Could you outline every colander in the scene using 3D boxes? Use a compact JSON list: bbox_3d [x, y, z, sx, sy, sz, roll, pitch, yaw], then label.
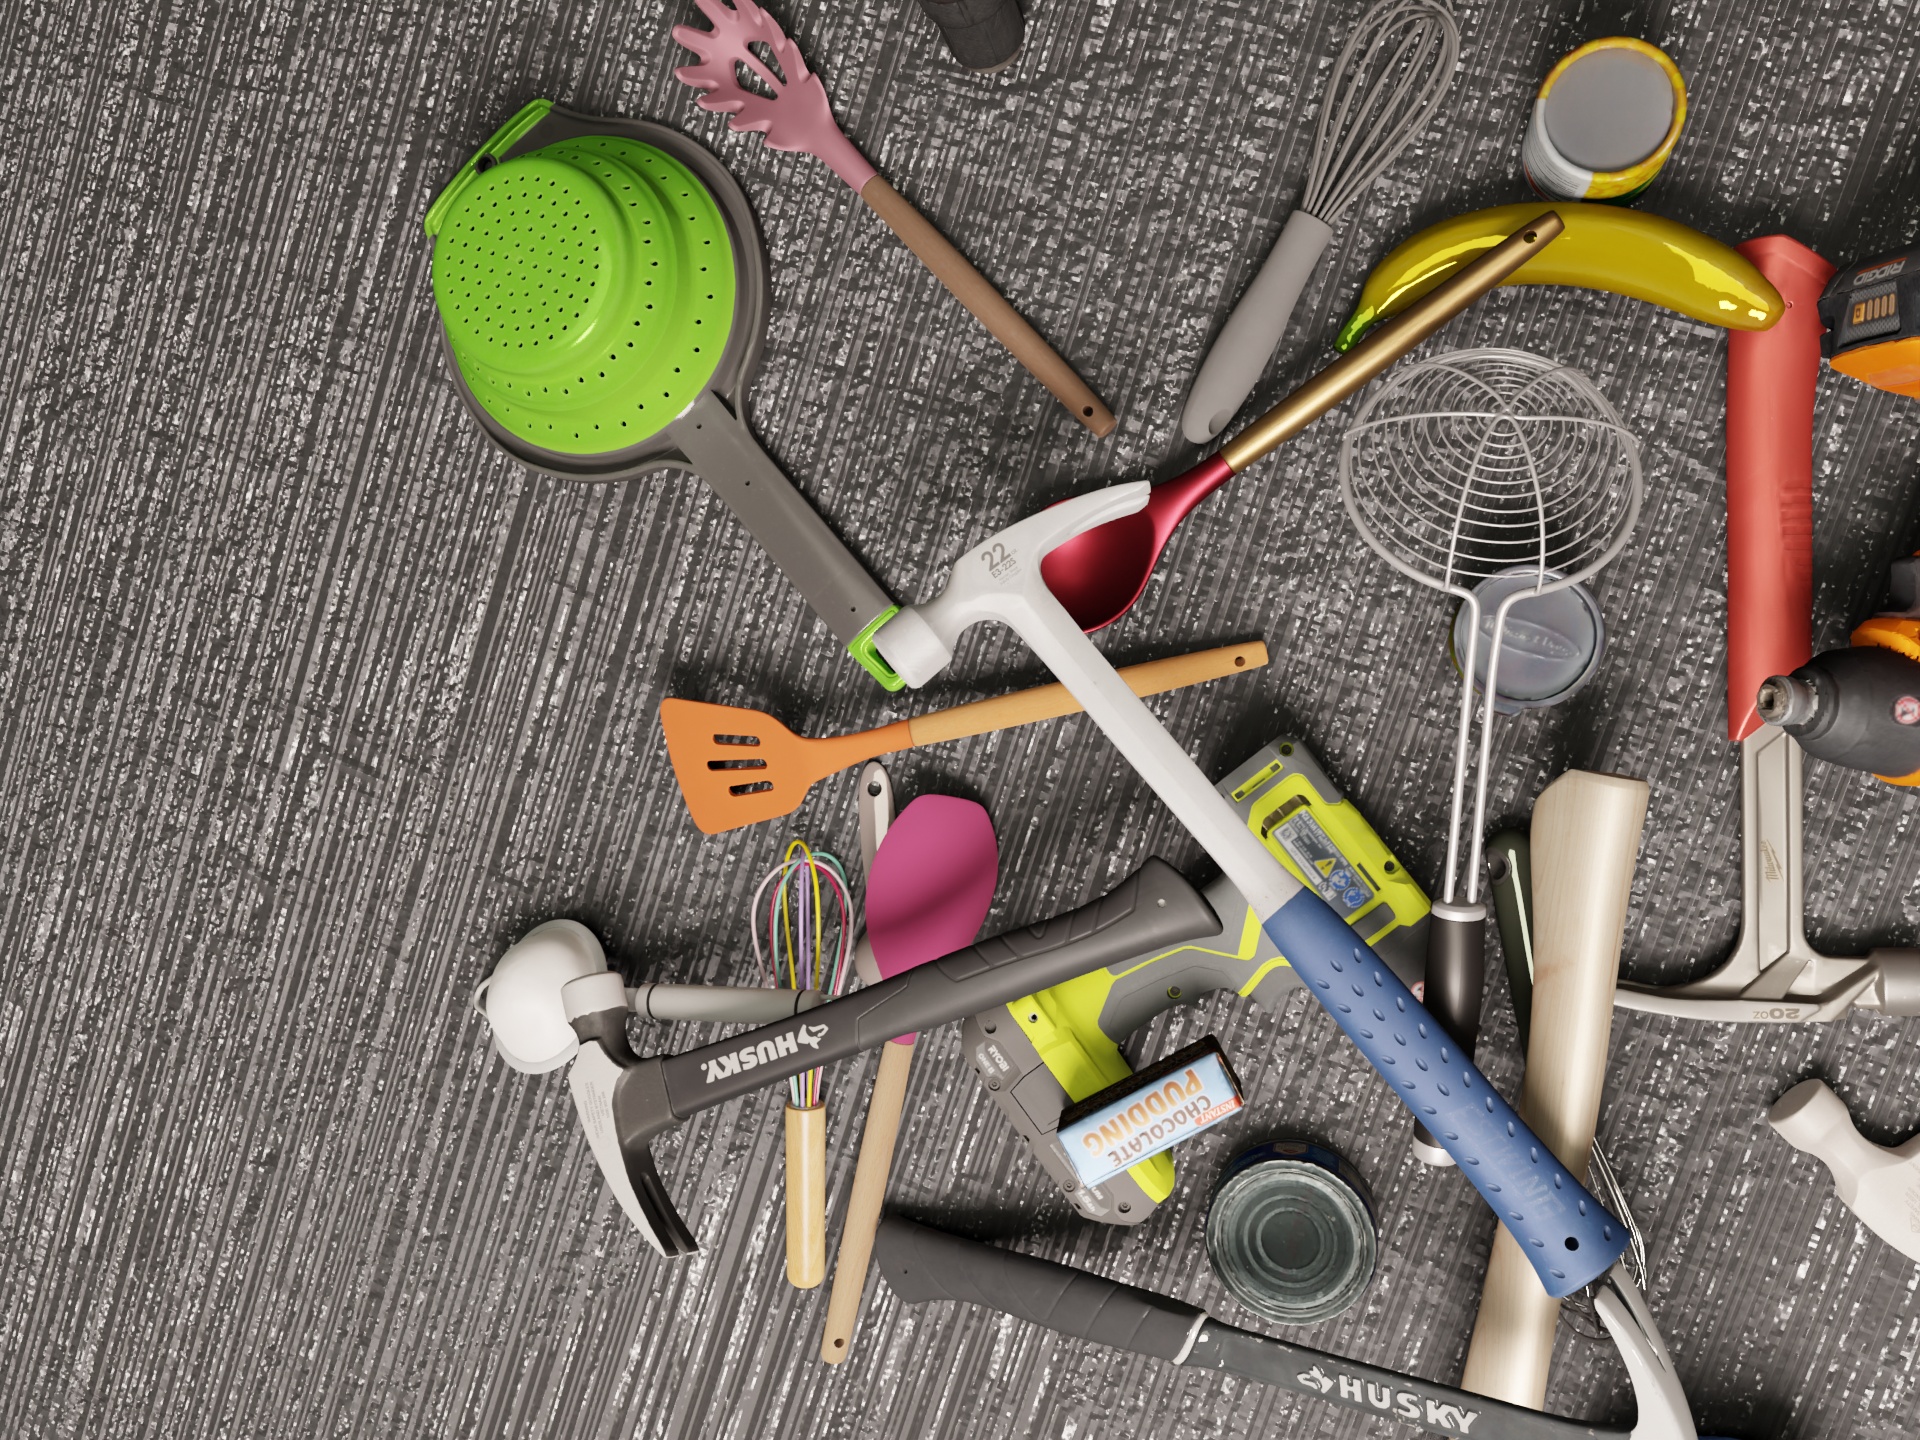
[{"bbox_3d":[-0.160,-0.173,0.840,0.204,0.094,0.397,-42,81,12],"label":"colander"}]

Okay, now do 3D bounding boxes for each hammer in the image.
[{"bbox_3d":[0.122,0.285,0.730,0.409,0.036,0.149,2,103,37],"label":"hammer"},{"bbox_3d":[0.139,0.069,0.699,0.144,0.035,0.406,-39,78,-1],"label":"hammer"},{"bbox_3d":[0.535,0.121,0.702,0.331,0.031,0.130,-45,80,11],"label":"hammer"},{"bbox_3d":[0.366,-0.040,0.740,0.149,0.036,0.359,-1,91,14],"label":"hammer"},{"bbox_3d":[0.265,0.228,0.711,0.038,0.146,0.410,5,95,-31],"label":"hammer"},{"bbox_3d":[-0.035,0.146,0.768,0.335,0.035,0.146,-22,71,12],"label":"hammer"}]

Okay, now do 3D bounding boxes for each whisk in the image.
[{"bbox_3d":[0.287,0.173,0.763,0.059,0.058,0.246,-8,85,-20],"label":"whisk"},{"bbox_3d":[0.172,-0.244,0.781,0.055,0.055,0.239,31,102,12],"label":"whisk"},{"bbox_3d":[-0.084,0.185,0.861,0.047,0.051,0.245,4,97,35],"label":"whisk"}]

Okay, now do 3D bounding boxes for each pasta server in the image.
[{"bbox_3d":[-0.033,-0.263,0.836,0.316,0.040,0.060,47,113,8],"label":"pasta server"}]

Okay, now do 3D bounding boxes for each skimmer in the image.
[{"bbox_3d":[0.228,0.018,0.720,0.127,0.090,0.363,3,104,8],"label":"skimmer"}]

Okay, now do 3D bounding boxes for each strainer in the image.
[{"bbox_3d":[-0.173,0.148,0.853,0.258,0.050,0.087,-2,70,24],"label":"strainer"}]

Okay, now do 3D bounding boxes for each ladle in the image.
[{"bbox_3d":[0.151,-0.143,0.776,0.315,0.031,0.069,-35,85,21],"label":"ladle"}]

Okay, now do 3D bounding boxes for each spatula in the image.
[{"bbox_3d":[-0.001,-0.003,0.831,0.322,0.041,0.081,-13,107,7],"label":"spatula"}]

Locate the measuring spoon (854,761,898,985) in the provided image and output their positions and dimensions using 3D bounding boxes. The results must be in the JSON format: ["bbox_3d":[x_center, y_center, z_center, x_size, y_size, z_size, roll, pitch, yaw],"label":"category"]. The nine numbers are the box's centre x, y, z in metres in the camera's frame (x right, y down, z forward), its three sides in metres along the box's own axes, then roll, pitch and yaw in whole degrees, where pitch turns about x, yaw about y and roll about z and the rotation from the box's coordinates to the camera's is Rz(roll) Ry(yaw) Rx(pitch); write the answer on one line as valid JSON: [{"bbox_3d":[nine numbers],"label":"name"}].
[{"bbox_3d":[-0.045,0.084,0.856,0.034,0.018,0.124,-3,90,15],"label":"measuring spoon"}]

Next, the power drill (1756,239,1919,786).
[{"bbox_3d":[0.418,-0.084,0.675,0.164,0.084,0.226,3,91,-14],"label":"power drill"}]

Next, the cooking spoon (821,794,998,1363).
[{"bbox_3d":[-0.037,0.195,0.849,0.068,0.017,0.319,10,98,-15],"label":"cooking spoon"}]

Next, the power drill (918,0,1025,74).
[{"bbox_3d":[-0.017,-0.451,0.780,0.084,0.185,0.226,-12,69,14],"label":"power drill"}]

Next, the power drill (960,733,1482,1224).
[{"bbox_3d":[0.127,0.139,0.785,0.223,0.080,0.171,-39,82,9],"label":"power drill"}]
